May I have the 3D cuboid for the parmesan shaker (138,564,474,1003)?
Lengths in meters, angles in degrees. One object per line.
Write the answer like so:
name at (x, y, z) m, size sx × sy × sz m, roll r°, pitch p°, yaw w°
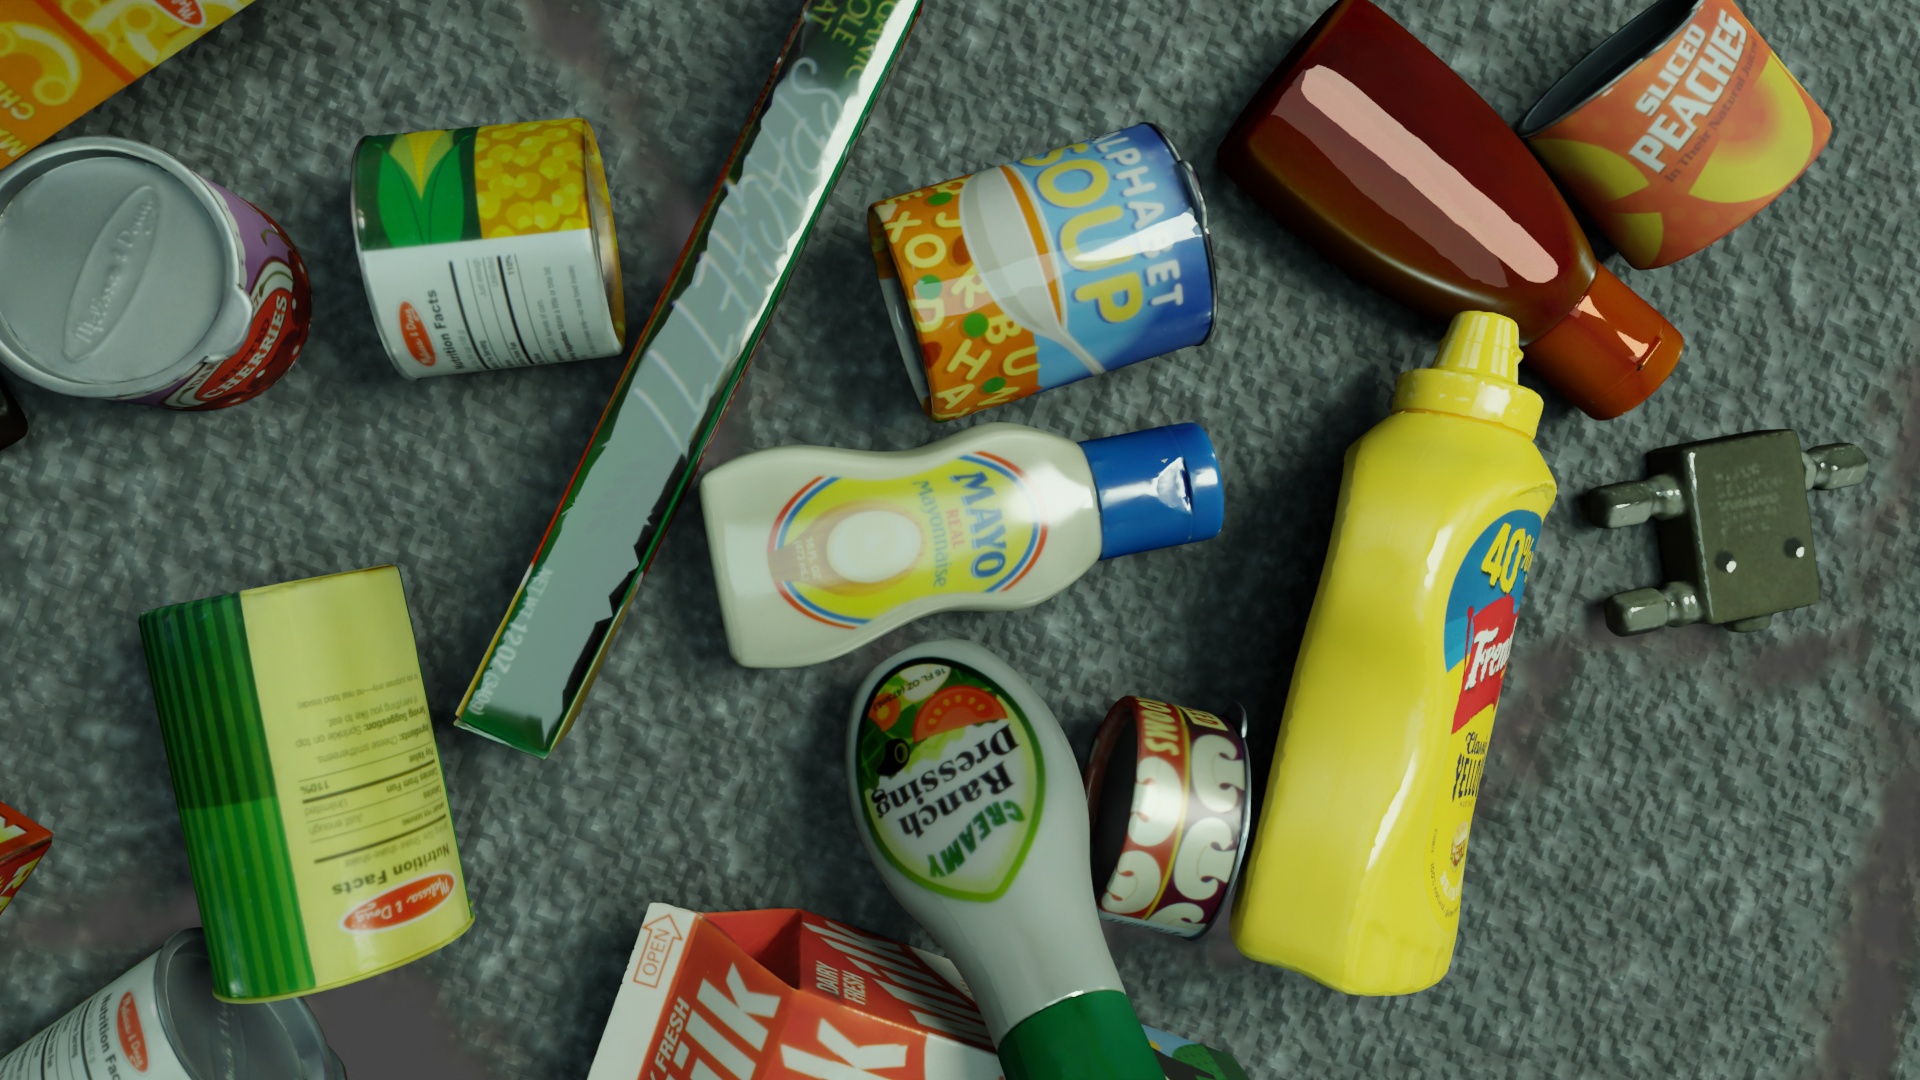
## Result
parmesan shaker at (-0.176, 0.062, 0.380) m, size 0.071 × 0.071 × 0.103 m, roll -11°, pitch 92°, yaw -6°

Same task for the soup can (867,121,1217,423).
soup can at (0.022, -0.077, 0.396) m, size 0.084 × 0.071 × 0.071 m, roll -18°, pitch 94°, yaw -6°

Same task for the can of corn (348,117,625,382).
can of corn at (-0.127, -0.082, 0.382) m, size 0.058 × 0.071 × 0.071 m, roll -8°, pitch 92°, yaw -7°

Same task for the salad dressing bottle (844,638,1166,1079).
salad dressing bottle at (0.013, 0.095, 0.370) m, size 0.064 × 0.044 × 0.148 m, roll -29°, pitch 53°, yaw 4°

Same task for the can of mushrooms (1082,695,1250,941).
can of mushrooms at (0.058, 0.078, 0.405) m, size 0.033 × 0.071 × 0.071 m, roll 13°, pitch 90°, yaw -6°

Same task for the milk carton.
milk carton at (-0.009, 0.165, 0.396) m, size 0.191 × 0.073 × 0.072 m, roll 20°, pitch 89°, yaw -6°

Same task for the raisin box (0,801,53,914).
raisin box at (-0.326, 0.112, 0.374) m, size 0.086 × 0.040 × 0.123 m, roll 34°, pitch 87°, yaw -5°

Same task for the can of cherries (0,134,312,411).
can of cherries at (-0.216, -0.067, 0.374) m, size 0.071 × 0.058 × 0.071 m, roll 0°, pitch 91°, yaw -7°

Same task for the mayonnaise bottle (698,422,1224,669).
mayonnaise bottle at (0.001, -0.005, 0.410) m, size 0.148 × 0.041 × 0.064 m, roll -11°, pitch 93°, yaw -6°

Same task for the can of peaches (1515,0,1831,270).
can of peaches at (0.214, -0.124, 0.418) m, size 0.071 × 0.071 × 0.058 m, roll -44°, pitch 97°, yaw -4°

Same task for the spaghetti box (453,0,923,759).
spaghetti box at (-0.073, -0.058, 0.395) m, size 0.029 × 0.050 × 0.250 m, roll 26°, pitch 88°, yaw -9°

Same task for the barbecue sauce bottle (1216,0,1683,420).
barbecue sauce bottle at (0.154, -0.095, 0.425) m, size 0.148 × 0.043 × 0.065 m, roll 37°, pitch 87°, yaw -7°

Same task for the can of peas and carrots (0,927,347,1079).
can of peas and carrots at (-0.215, 0.151, 0.377) m, size 0.059 × 0.071 × 0.071 m, roll -35°, pitch 95°, yaw -4°

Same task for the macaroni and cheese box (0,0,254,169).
macaroni and cheese box at (-0.242, -0.162, 0.351) m, size 0.166 × 0.040 × 0.124 m, roll -37°, pitch 64°, yaw -5°
